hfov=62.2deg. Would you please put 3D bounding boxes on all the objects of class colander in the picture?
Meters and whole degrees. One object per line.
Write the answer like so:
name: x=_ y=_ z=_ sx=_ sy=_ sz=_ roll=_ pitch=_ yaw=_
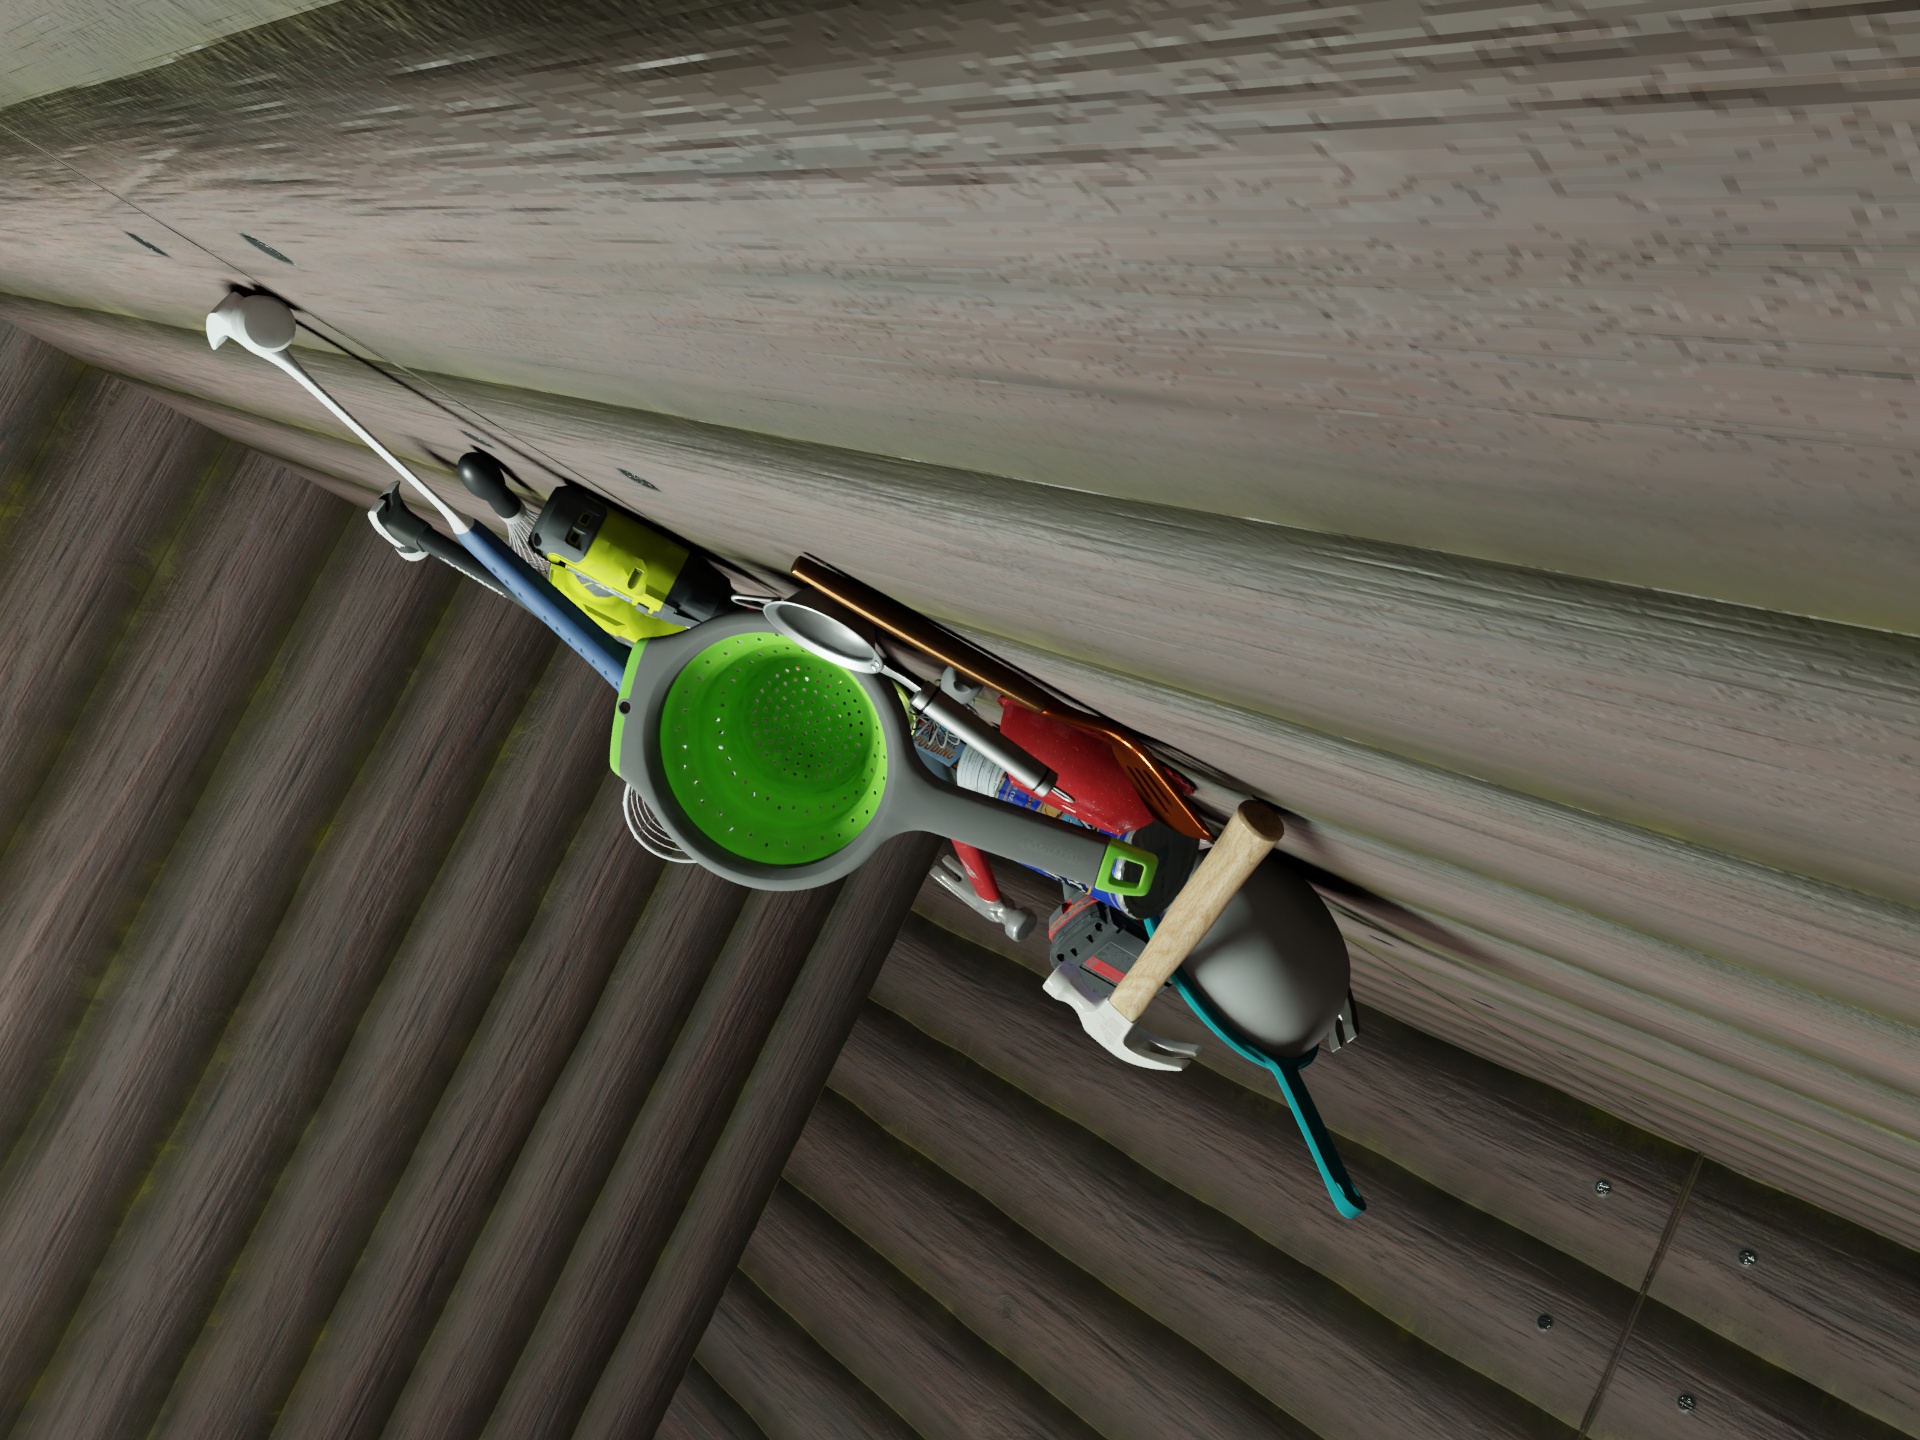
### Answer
colander: x=-0.048 y=0.038 z=1.140 sx=0.397 sy=0.204 sz=0.094 roll=18 pitch=-163 yaw=8

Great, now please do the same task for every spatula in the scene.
spatula: x=0.030 y=-0.014 z=1.013 sx=0.322 sy=0.041 sz=0.081 roll=29 pitch=175 yaw=-18

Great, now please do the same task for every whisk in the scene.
whisk: x=-0.375 y=-0.170 z=1.363 sx=0.070 sy=0.070 sz=0.284 roll=25 pitch=170 yaw=6
whisk: x=-0.005 y=-0.015 z=1.146 sx=0.055 sy=0.055 sz=0.239 roll=26 pitch=170 yaw=-2

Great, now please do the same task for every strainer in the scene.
strainer: x=-0.029 y=-0.022 z=1.030 sx=0.258 sy=0.050 sz=0.087 roll=36 pitch=163 yaw=-7
strainer: x=0.273 y=0.226 z=1.288 sx=0.210 sy=0.095 sz=0.341 roll=21 pitch=-144 yaw=-40

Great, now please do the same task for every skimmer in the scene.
skimmer: x=-0.202 y=0.020 z=1.380 sx=0.127 sy=0.090 sz=0.363 roll=14 pitch=150 yaw=-17

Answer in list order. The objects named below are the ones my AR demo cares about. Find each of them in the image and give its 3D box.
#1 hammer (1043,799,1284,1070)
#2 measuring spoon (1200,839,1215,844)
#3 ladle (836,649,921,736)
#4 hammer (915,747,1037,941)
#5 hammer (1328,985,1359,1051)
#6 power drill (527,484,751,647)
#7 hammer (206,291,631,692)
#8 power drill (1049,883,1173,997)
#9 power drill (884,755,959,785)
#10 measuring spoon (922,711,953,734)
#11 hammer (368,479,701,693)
hammer: x=0.162 y=0.163 z=1.184 sx=0.130 sy=0.031 sz=0.331 roll=41 pitch=143 yaw=14
measuring spoon: x=0.200 y=0.109 z=1.519 sx=0.034 sy=0.018 sz=0.124 roll=29 pitch=173 yaw=-30
ladle: x=-0.077 y=-0.037 z=1.226 sx=0.078 sy=0.062 sz=0.320 roll=27 pitch=172 yaw=8
hammer: x=-0.013 y=0.100 z=1.666 sx=0.143 sy=0.038 sz=0.385 roll=34 pitch=160 yaw=31
hammer: x=0.224 y=0.161 z=1.447 sx=0.358 sy=0.036 sz=0.149 roll=36 pitch=-152 yaw=-20
power drill: x=-0.255 y=-0.108 z=1.268 sx=0.171 sy=0.080 sz=0.223 roll=28 pitch=171 yaw=-12
hammer: x=-0.363 y=-0.148 z=1.133 sx=0.144 sy=0.035 sz=0.405 roll=22 pitch=159 yaw=50
power drill: x=0.133 y=0.149 z=1.455 sx=0.143 sy=0.078 sz=0.220 roll=32 pitch=-152 yaw=-29
power drill: x=0.017 y=0.075 z=1.749 sx=0.227 sy=0.084 sz=0.164 roll=27 pitch=174 yaw=32
measuring spoon: x=-0.002 y=-0.005 z=1.417 sx=0.042 sy=0.021 sz=0.128 roll=42 pitch=-171 yaw=17
hammer: x=-0.374 y=-0.105 z=1.406 sx=0.335 sy=0.035 sz=0.146 roll=30 pitch=166 yaw=3
